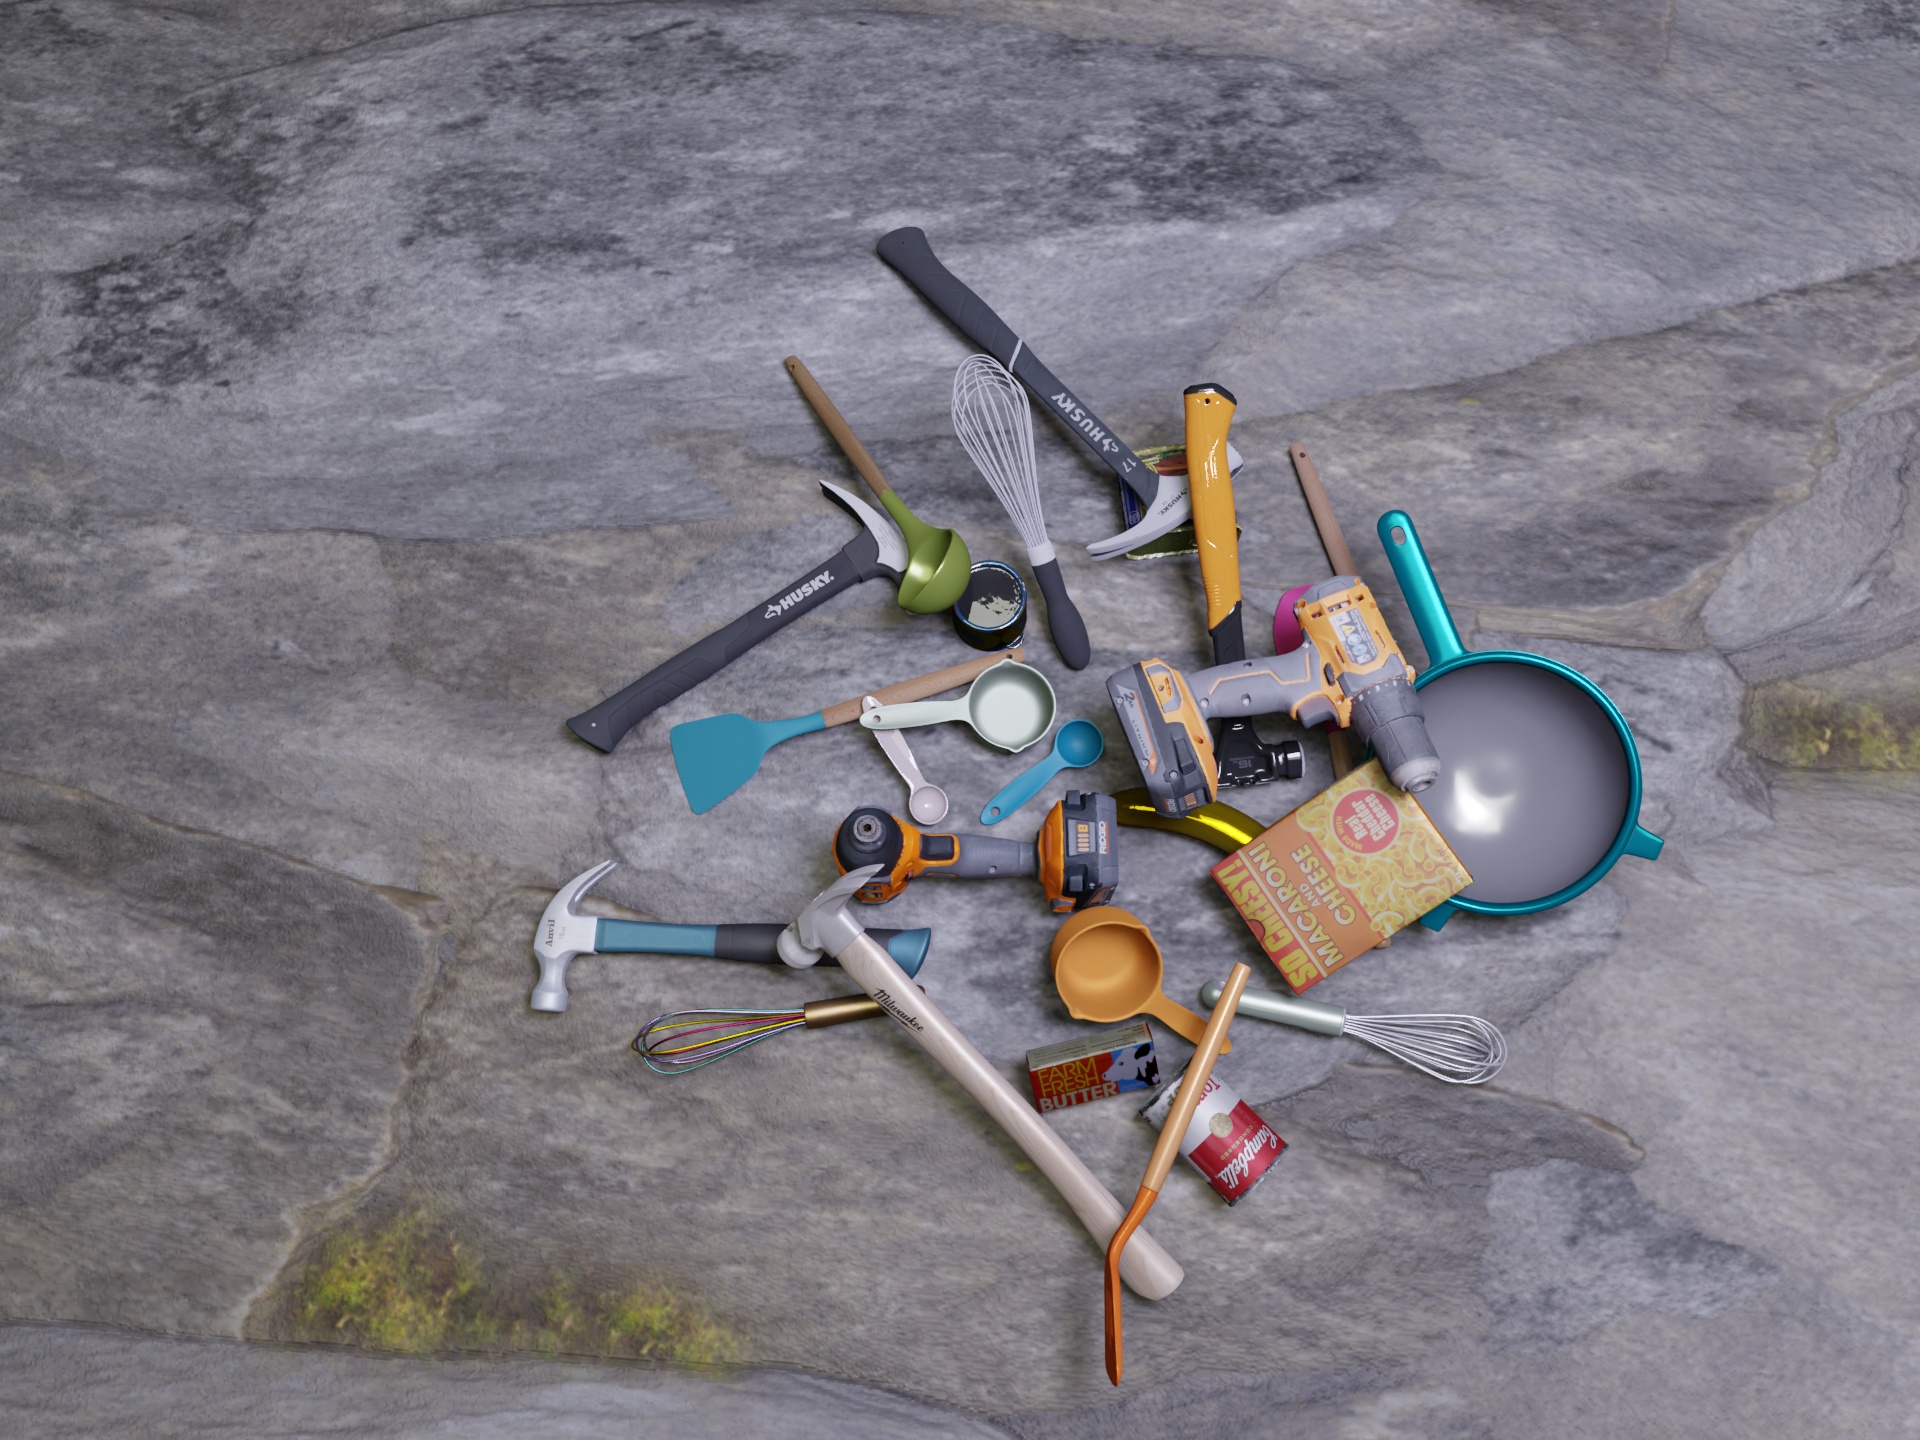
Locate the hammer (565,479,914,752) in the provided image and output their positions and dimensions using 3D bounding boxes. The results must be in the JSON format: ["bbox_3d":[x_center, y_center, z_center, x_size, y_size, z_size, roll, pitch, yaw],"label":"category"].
[{"bbox_3d":[-0.197,-0.078,1.398,0.335,0.035,0.146,-33,78,-5],"label":"hammer"}]

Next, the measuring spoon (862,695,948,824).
[{"bbox_3d":[-0.051,0.034,1.362,0.034,0.018,0.124,-29,87,-18],"label":"measuring spoon"}]

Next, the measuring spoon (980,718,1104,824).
[{"bbox_3d":[0.069,0.048,1.367,0.128,0.021,0.042,-39,78,2],"label":"measuring spoon"}]

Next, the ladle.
[{"bbox_3d":[-0.085,-0.216,1.387,0.078,0.062,0.320,-47,60,25],"label":"ladle"}]

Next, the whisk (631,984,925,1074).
[{"bbox_3d":[-0.149,0.250,1.310,0.245,0.047,0.051,-9,75,-3],"label":"whisk"}]

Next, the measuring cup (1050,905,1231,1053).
[{"bbox_3d":[0.150,0.218,1.305,0.173,0.052,0.095,35,99,-15],"label":"measuring cup"}]

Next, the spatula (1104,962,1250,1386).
[{"bbox_3d":[0.161,0.336,1.205,0.041,0.081,0.323,25,77,5],"label":"spatula"}]

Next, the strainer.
[{"bbox_3d":[0.416,-0.010,1.305,0.211,0.095,0.340,-22,83,17],"label":"strainer"}]

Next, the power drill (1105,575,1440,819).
[{"bbox_3d":[0.248,0.002,1.247,0.226,0.084,0.186,-21,61,4],"label":"power drill"}]

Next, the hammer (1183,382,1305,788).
[{"bbox_3d":[0.209,-0.109,1.322,0.127,0.034,0.337,-6,100,2],"label":"hammer"}]

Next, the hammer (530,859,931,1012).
[{"bbox_3d":[-0.190,0.187,1.332,0.331,0.033,0.128,2,77,3],"label":"hammer"}]

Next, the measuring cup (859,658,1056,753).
[{"bbox_3d":[-0.002,-0.004,1.364,0.167,0.038,0.083,-6,76,-2],"label":"measuring cup"}]

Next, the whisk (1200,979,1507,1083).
[{"bbox_3d":[0.317,0.247,1.290,0.246,0.058,0.059,11,105,10],"label":"whisk"}]

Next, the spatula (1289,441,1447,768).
[{"bbox_3d":[0.350,-0.101,1.388,0.060,0.018,0.316,-18,77,-4],"label":"spatula"}]

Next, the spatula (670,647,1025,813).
[{"bbox_3d":[-0.095,-0.008,1.383,0.317,0.044,0.082,-18,75,-7],"label":"spatula"}]

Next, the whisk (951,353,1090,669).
[{"bbox_3d":[0.056,-0.171,1.346,0.070,0.070,0.284,-22,106,-3],"label":"whisk"}]

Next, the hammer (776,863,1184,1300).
[{"bbox_3d":[0.029,0.287,1.241,0.410,0.146,0.038,47,48,2],"label":"hammer"}]

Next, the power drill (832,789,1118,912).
[{"bbox_3d":[0.010,0.104,1.278,0.226,0.164,0.084,-1,73,0],"label":"power drill"}]

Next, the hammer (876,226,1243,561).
[{"bbox_3d":[0.059,-0.307,1.412,0.149,0.036,0.409,-42,68,-1],"label":"hammer"}]

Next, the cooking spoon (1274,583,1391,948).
[{"bbox_3d":[0.325,0.035,1.354,0.069,0.017,0.319,-12,75,11],"label":"cooking spoon"}]
